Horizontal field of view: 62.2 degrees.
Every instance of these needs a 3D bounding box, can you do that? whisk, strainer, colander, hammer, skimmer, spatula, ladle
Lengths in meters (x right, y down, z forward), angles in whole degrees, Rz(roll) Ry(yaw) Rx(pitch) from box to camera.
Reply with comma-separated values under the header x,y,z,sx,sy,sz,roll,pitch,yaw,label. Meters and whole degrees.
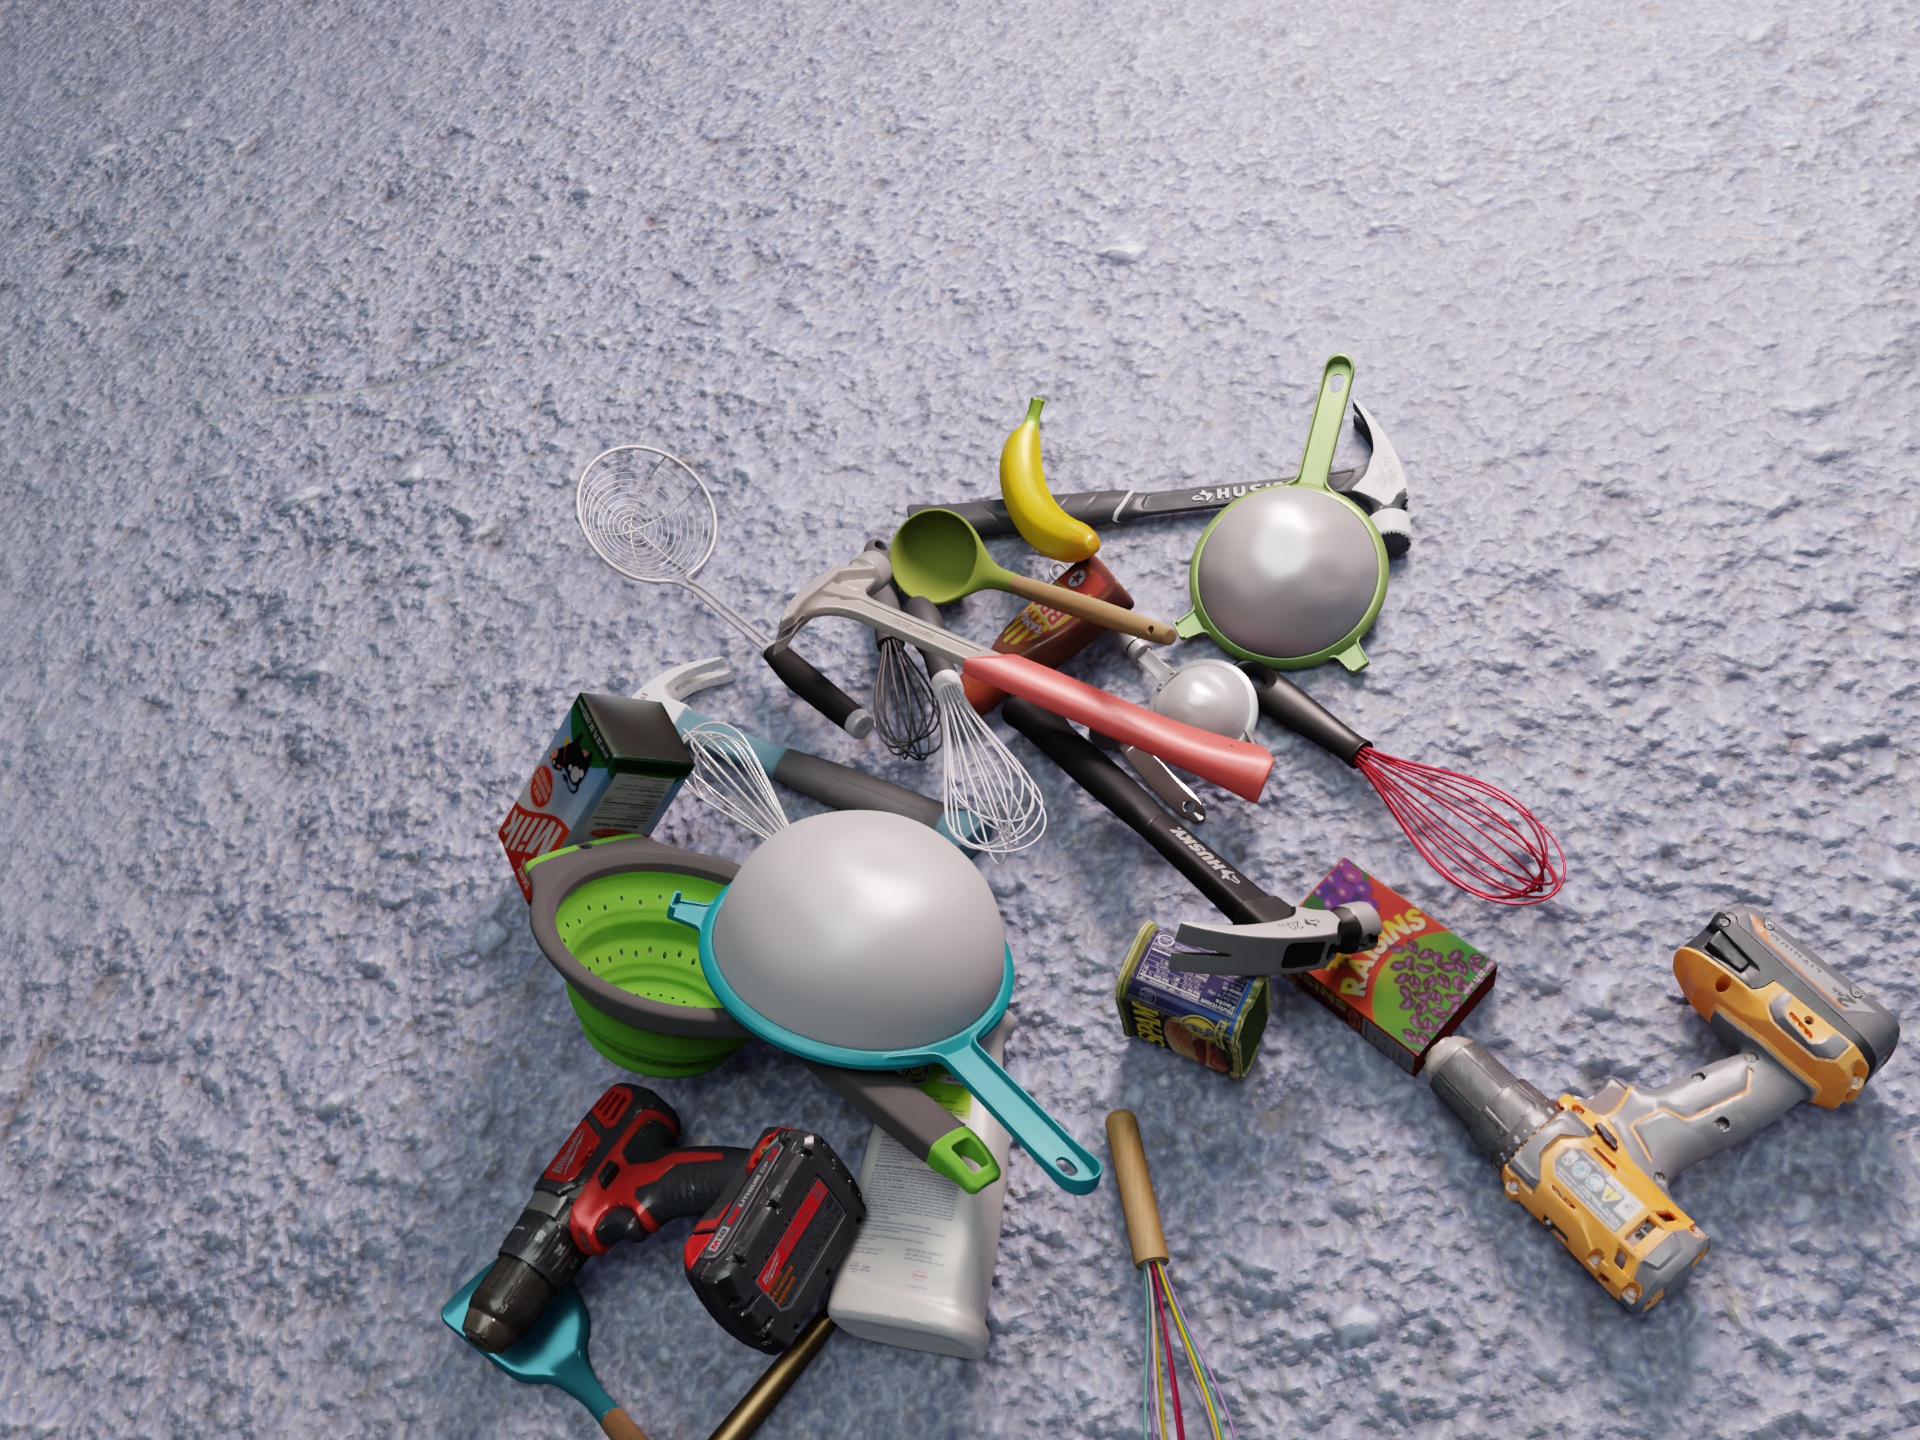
x,y,z,sx,sy,sz,roll,pitch,yaw,label
-0.126,0.091,1.166,0.058,0.059,0.246,-42,73,-8,whisk
-0.022,0.152,0.996,0.211,0.095,0.341,-14,39,-36,strainer
-0.139,0.215,1.053,0.397,0.094,0.204,31,27,30,colander
-0.127,0.040,1.232,0.331,0.033,0.128,19,65,24,hammer
-0.187,-0.110,1.297,0.127,0.090,0.364,-22,45,-35,skimmer
-0.053,-0.062,1.274,0.055,0.055,0.239,-15,50,4,whisk
-0.003,-0.004,1.168,0.070,0.070,0.285,-21,44,0,whisk
-0.203,0.435,0.962,0.082,0.044,0.318,-36,43,-27,spatula
0.258,-0.168,1.204,0.151,0.069,0.256,13,82,19,strainer
0.140,-0.049,1.220,0.087,0.050,0.259,-45,52,5,strainer
0.155,-0.183,1.308,0.409,0.036,0.149,-4,55,12,hammer
0.049,-0.024,1.141,0.359,0.036,0.149,24,33,12,hammer
0.118,0.352,0.962,0.051,0.047,0.245,-7,51,-5,whisk
0.047,-0.100,1.191,0.320,0.062,0.078,26,99,54,ladle
0.296,0.035,1.118,0.073,0.073,0.296,-39,51,-13,whisk
0.124,0.068,1.094,0.146,0.035,0.335,-5,31,-31,hammer

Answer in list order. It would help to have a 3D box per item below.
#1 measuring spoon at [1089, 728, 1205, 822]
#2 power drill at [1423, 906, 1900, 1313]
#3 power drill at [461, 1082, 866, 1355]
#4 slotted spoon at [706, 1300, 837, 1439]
x,y,z,sx,sy,sz,roll,pitch,yaw,label
0.138,0.032,1.177,0.034,0.018,0.124,-42,58,-1,measuring spoon
0.413,0.212,0.958,0.226,0.084,0.186,-39,55,-7,power drill
-0.192,0.323,0.988,0.227,0.080,0.188,-1,41,38,power drill
-0.174,0.477,0.958,0.070,0.031,0.314,30,67,31,slotted spoon
